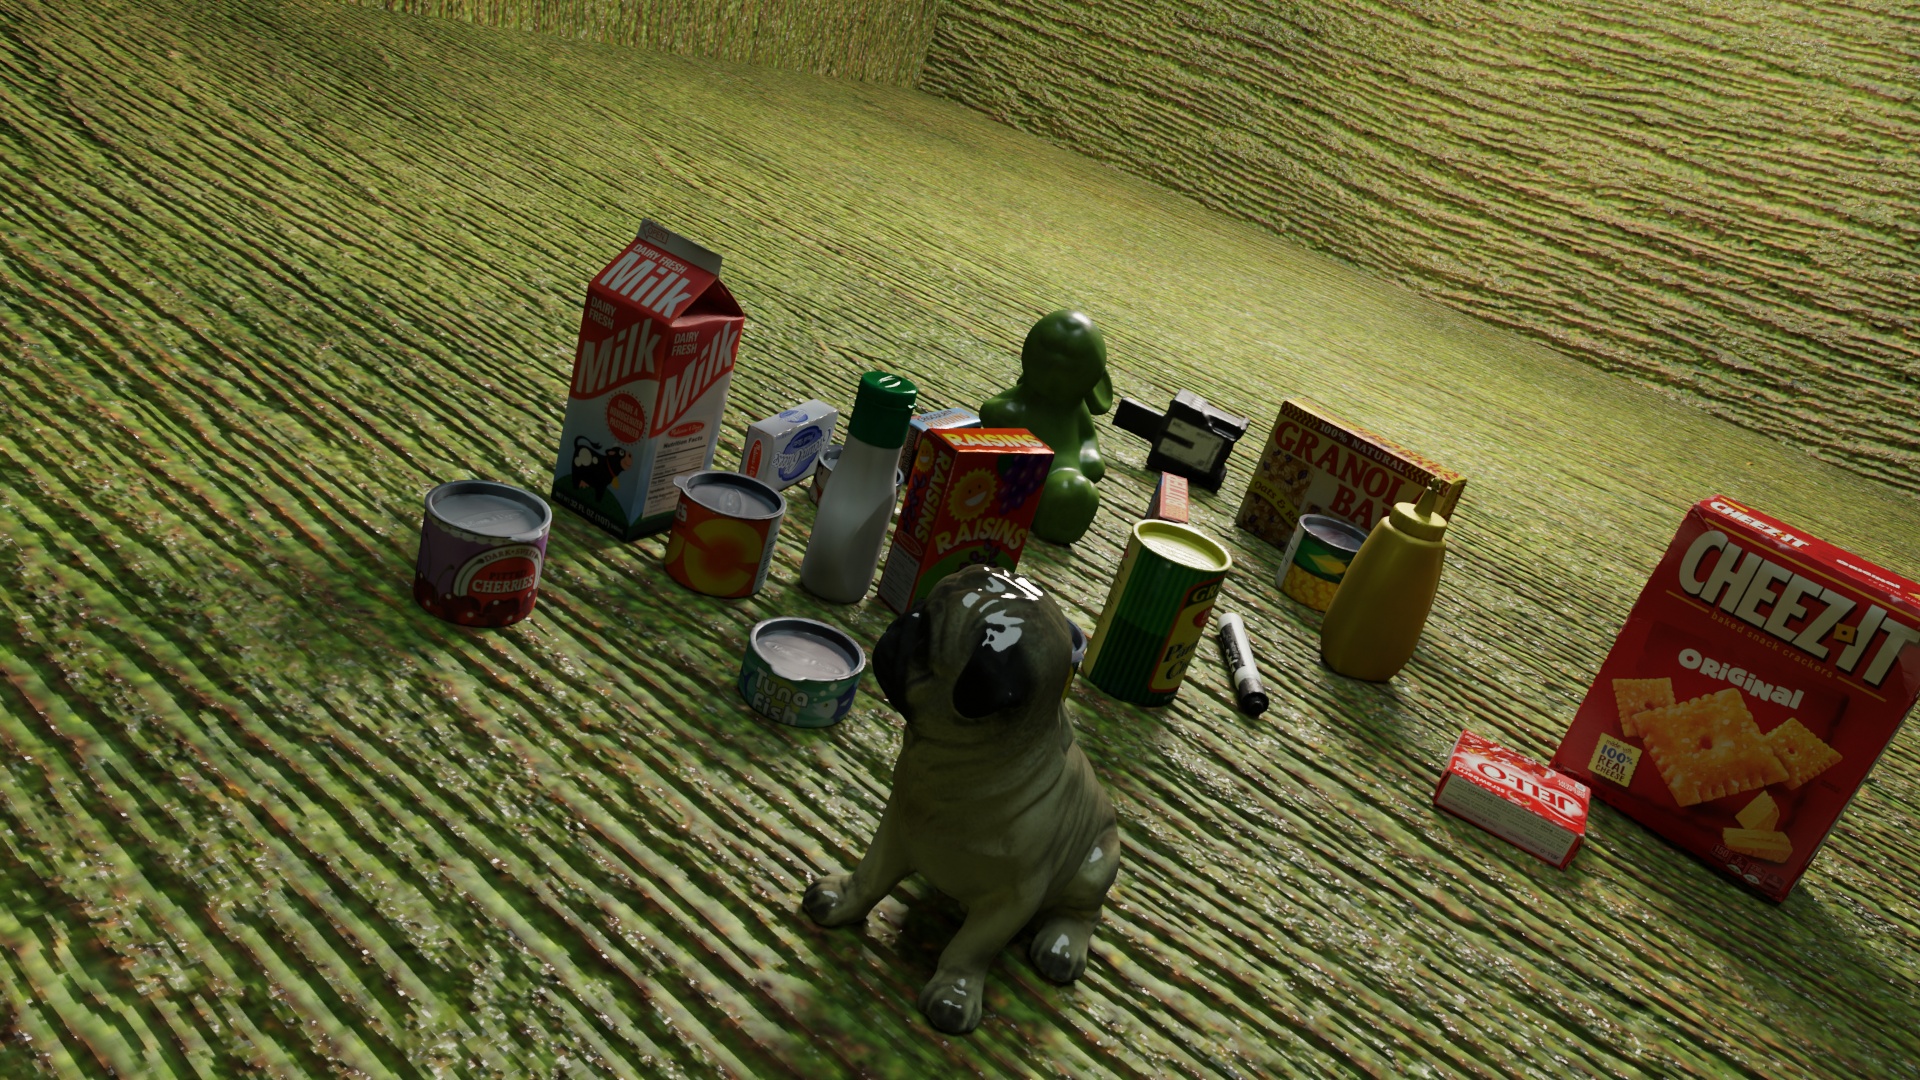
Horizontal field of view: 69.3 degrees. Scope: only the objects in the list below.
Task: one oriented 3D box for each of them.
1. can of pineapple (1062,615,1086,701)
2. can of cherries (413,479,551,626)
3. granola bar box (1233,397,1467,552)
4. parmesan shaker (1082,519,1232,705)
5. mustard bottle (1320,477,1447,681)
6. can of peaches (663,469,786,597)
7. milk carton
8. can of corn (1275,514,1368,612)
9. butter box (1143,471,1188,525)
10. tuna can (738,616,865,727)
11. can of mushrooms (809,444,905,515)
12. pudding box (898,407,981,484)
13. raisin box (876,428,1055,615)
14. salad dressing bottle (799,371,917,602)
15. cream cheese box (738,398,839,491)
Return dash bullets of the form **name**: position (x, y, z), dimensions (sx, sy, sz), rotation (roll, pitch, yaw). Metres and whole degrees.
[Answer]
- **can of pineapple**: position (0.036, 0.076, 0.823), dimensions (0.071, 0.057, 0.071), rotation (15, 23, -6)
- **can of cherries**: position (-0.262, 0.008, 0.763), dimensions (0.071, 0.058, 0.072), rotation (15, 23, -6)
- **granola bar box**: position (0.331, -0.033, 1.189), dimensions (0.166, 0.123, 0.039), rotation (34, 28, 34)
- **parmesan shaker**: position (0.127, 0.046, 0.896), dimensions (0.071, 0.102, 0.071), rotation (15, 23, -6)
- **mustard bottle**: position (0.315, 0.025, 1.006), dimensions (0.065, 0.159, 0.049), rotation (11, 24, -15)
- **can of peaches**: position (-0.150, -0.005, 0.870), dimensions (0.071, 0.057, 0.071), rotation (15, 23, -6)
- **milk carton**: position (-0.197, -0.104, 0.889), dimensions (0.072, 0.189, 0.074), rotation (28, 25, 23)
- **can of corn**: position (0.300, 0.020, 1.133), dimensions (0.071, 0.058, 0.071), rotation (15, 23, -6)
- **butter box**: position (0.164, -0.013, 1.117), dimensions (0.024, 0.053, 0.104), rotation (18, 23, 1)
- **tuna can**: position (-0.089, 0.074, 0.771), dimensions (0.071, 0.032, 0.071), rotation (15, 23, -6)
- **can of mushrooms**: position (-0.079, -0.042, 1.035), dimensions (0.071, 0.033, 0.071), rotation (15, 23, -6)
- **pudding box**: position (-0.021, -0.078, 1.135), dimensions (0.030, 0.049, 0.084), rotation (30, 26, 27)
- **raisin box**: position (0.003, -0.011, 0.911), dimensions (0.086, 0.122, 0.040), rotation (-2, 30, -38)
- **salad dressing bottle**: position (-0.063, -0.034, 0.883), dimensions (0.044, 0.147, 0.064), rotation (25, 24, 16)
- **cream cheese box**: position (-0.129, -0.068, 1.032), dimensions (0.024, 0.053, 0.104), rotation (24, 24, 14)
